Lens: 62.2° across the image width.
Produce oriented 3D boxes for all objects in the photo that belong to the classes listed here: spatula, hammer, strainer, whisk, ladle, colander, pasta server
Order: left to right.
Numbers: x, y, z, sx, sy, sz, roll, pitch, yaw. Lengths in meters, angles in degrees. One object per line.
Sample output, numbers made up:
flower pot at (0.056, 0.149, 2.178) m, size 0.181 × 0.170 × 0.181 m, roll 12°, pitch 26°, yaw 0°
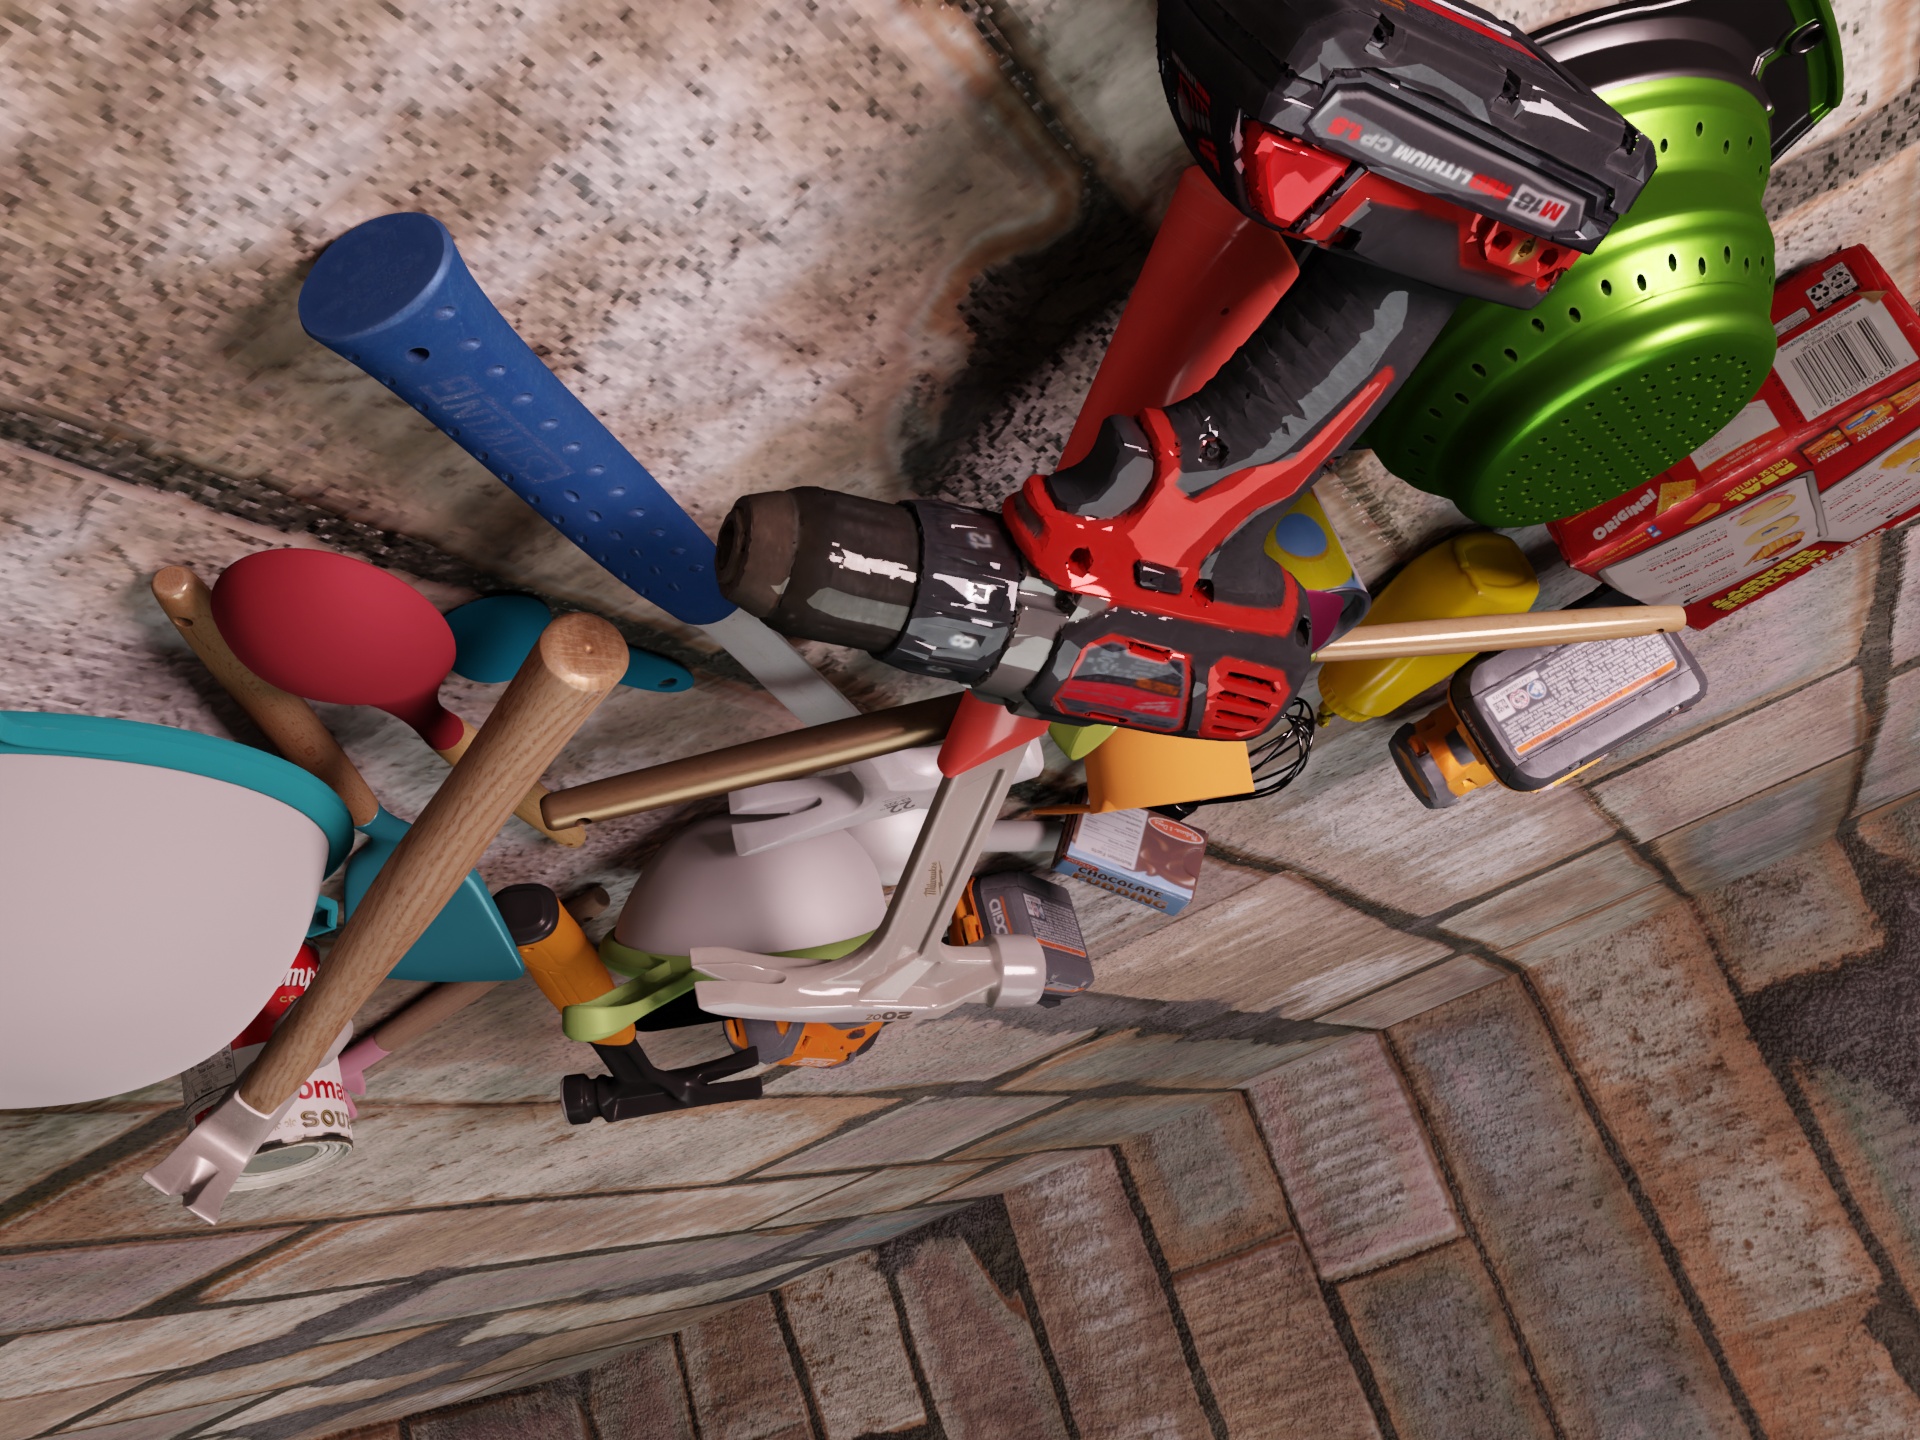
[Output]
strainer at (-0.296, 0.055, 0.480) m, size 0.211 × 0.095 × 0.340 m, roll -1°, pitch 158°, yaw -20°
spatula at (-0.239, 0.035, 0.612) m, size 0.082 × 0.044 × 0.317 m, roll 2°, pitch 155°, yaw -1°
hammer at (-0.211, 0.078, 0.576) m, size 0.031 × 0.130 × 0.331 m, roll 37°, pitch 124°, yaw -11°
pasta server at (-0.304, 0.175, 0.892) m, size 0.316 × 0.040 × 0.060 m, roll -33°, pitch 156°, yaw 25°
ladle at (-0.188, 0.010, 0.601) m, size 0.069 × 0.031 × 0.315 m, roll -3°, pitch 163°, yaw 1°
hammer at (-0.194, 0.165, 0.888) m, size 0.127 × 0.034 × 0.336 m, roll -8°, pitch 153°, yaw -3°
strainer at (-0.116, 0.083, 0.732) m, size 0.151 × 0.069 × 0.256 m, roll -1°, pitch -176°, yaw 14°
hammer at (-0.088, -0.035, 0.561) m, size 0.144 × 0.035 × 0.405 m, roll -18°, pitch 155°, yaw 11°
strainer at (0.001, 0.068, 0.909) m, size 0.087 × 0.050 × 0.258 m, roll -16°, pitch 167°, yaw 34°
hammer at (0.015, -0.020, 0.562) m, size 0.149 × 0.037 × 0.358 m, roll 5°, pitch 129°, yaw -24°
whisk at (0.138, 0.050, 0.979) m, size 0.055 × 0.055 × 0.239 m, roll -5°, pitch 157°, yaw -33°
colander at (0.143, -0.093, 0.581) m, size 0.397 × 0.095 × 0.204 m, roll -33°, pitch 155°, yaw 27°
ladle at (0.195, -0.026, 0.756) m, size 0.320 × 0.062 × 0.078 m, roll -5°, pitch 156°, yaw -6°

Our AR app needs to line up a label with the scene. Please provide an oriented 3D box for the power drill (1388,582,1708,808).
power drill at (0.356, -0.019, 0.933) m, size 0.185 × 0.084 × 0.226 m, roll -30°, pitch 171°, yaw 2°

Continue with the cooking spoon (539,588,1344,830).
cooking spoon at (-0.001, -0.002, 0.611) m, size 0.319 × 0.017 × 0.068 m, roll -13°, pitch 152°, yaw -9°

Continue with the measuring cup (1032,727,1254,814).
measuring cup at (0.087, 0.024, 0.882) m, size 0.095 × 0.052 × 0.173 m, roll -5°, pitch 177°, yaw -31°

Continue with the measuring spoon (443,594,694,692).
measuring spoon at (-0.142, -0.018, 0.602) m, size 0.042 × 0.021 × 0.128 m, roll -31°, pitch 156°, yaw 23°

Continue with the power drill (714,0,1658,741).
power drill at (0.050, -0.091, 0.435) m, size 0.187 × 0.080 × 0.226 m, roll 10°, pitch 129°, yaw -25°

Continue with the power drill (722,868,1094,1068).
power drill at (-0.029, 0.181, 1.095) m, size 0.226 × 0.084 × 0.164 m, roll -23°, pitch 159°, yaw 17°
